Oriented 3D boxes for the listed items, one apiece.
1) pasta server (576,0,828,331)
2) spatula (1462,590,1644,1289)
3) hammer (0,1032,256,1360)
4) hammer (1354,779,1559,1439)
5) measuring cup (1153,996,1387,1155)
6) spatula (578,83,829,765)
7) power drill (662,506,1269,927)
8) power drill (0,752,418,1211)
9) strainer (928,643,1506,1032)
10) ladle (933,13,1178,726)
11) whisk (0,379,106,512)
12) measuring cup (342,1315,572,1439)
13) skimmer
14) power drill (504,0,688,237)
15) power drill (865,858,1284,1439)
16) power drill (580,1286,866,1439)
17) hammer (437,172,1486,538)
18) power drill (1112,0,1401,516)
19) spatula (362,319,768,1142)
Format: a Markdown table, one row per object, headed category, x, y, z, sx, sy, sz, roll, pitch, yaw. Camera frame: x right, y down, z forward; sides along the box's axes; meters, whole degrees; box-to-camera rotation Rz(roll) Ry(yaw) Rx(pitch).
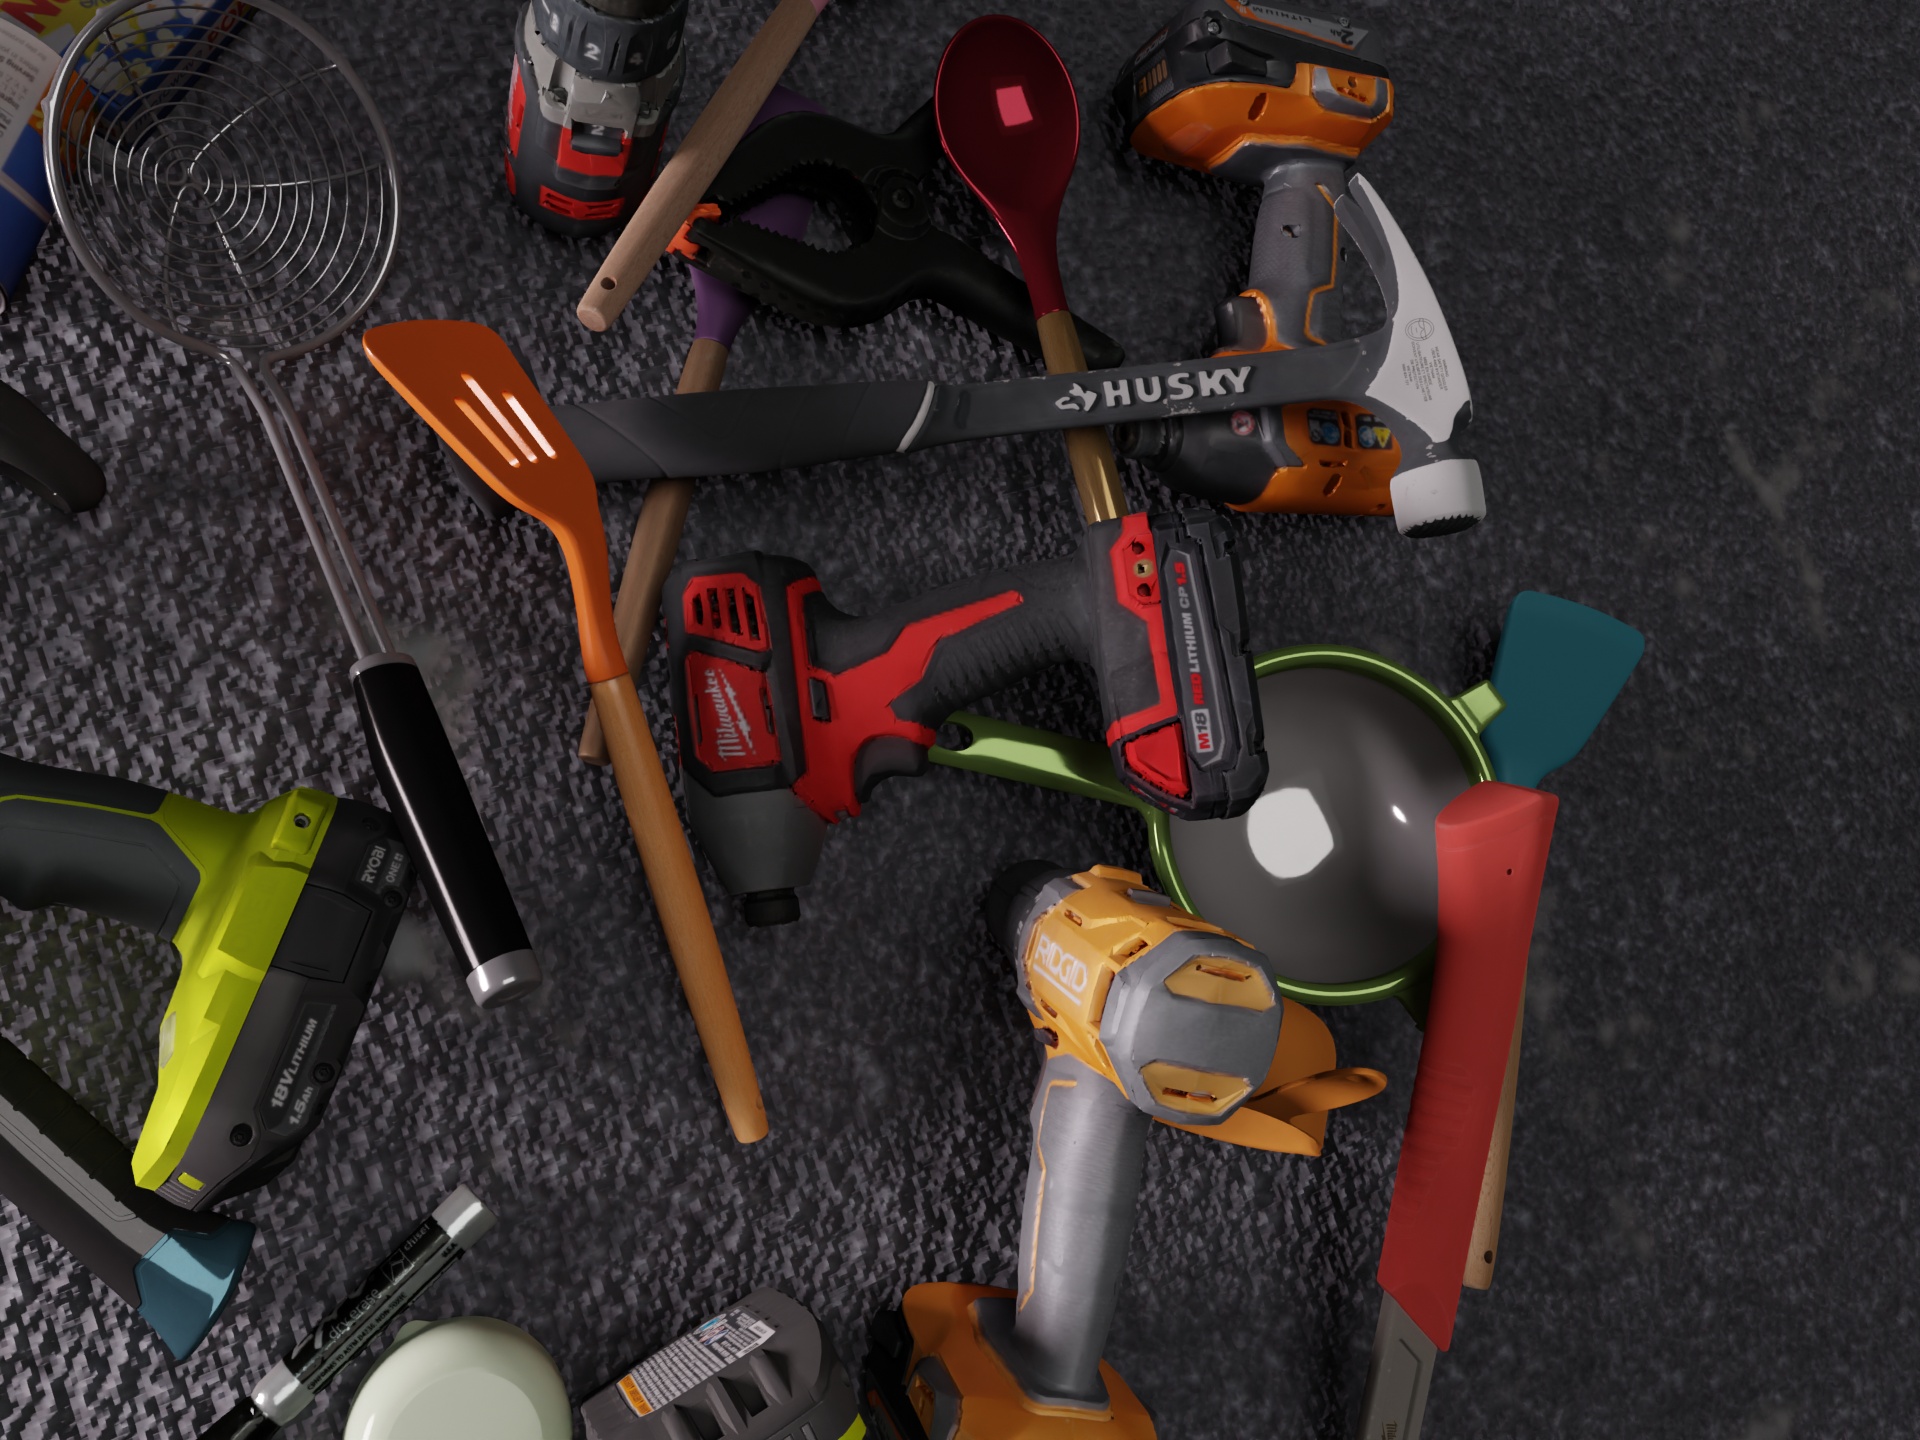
| category | x | y | z | sx | sy | sz | roll | pitch | yaw |
| --- | --- | --- | --- | --- | --- | --- | --- | --- | --- |
| pasta server | -0.077 | -0.270 | 0.655 | 0.060 | 0.040 | 0.316 | 22 | 63 | 5 |
| spatula | 0.261 | 0.100 | 0.738 | 0.082 | 0.044 | 0.318 | 16 | 75 | -21 |
| hammer | -0.357 | 0.079 | 0.508 | 0.331 | 0.033 | 0.128 | 45 | 67 | -7 |
| hammer | 0.197 | 0.204 | 0.638 | 0.149 | 0.037 | 0.359 | 8 | 95 | -17 |
| measuring cup | 0.119 | 0.125 | 0.608 | 0.095 | 0.173 | 0.052 | 21 | 67 | -9 |
| spatula | -0.111 | -0.132 | 0.655 | 0.059 | 0.018 | 0.316 | 18 | 72 | -20 |
| power drill | -0.001 | -0.002 | 0.607 | 0.219 | 0.078 | 0.143 | -7 | 83 | 4 |
| power drill | -0.297 | 0.059 | 0.482 | 0.223 | 0.080 | 0.171 | 26 | 54 | -22 |
| strainer | 0.099 | 0.035 | 0.687 | 0.256 | 0.069 | 0.151 | 13 | 80 | 0 |
| ladle | 0.047 | -0.146 | 0.670 | 0.069 | 0.031 | 0.315 | -11 | 82 | -21 |
| whisk | -0.386 | -0.162 | 0.476 | 0.295 | 0.073 | 0.073 | 48 | 63 | -39 |
| measuring cup | -0.207 | 0.263 | 0.524 | 0.167 | 0.038 | 0.083 | -25 | 89 | -26 |
| skimmer | -0.204 | -0.083 | 0.534 | 0.127 | 0.090 | 0.363 | -8 | 64 | -48 |
| power drill | -0.133 | -0.322 | 0.598 | 0.080 | 0.188 | 0.227 | 3 | 74 | -20 |
| power drill | 0.031 | 0.164 | 0.588 | 0.084 | 0.185 | 0.226 | 14 | 94 | -18 |
| power drill | -0.032 | 0.308 | 0.505 | 0.080 | 0.190 | 0.228 | -26 | 85 | -21 |
| hammer | 0.002 | -0.128 | 0.632 | 0.409 | 0.036 | 0.149 | -7 | 83 | -6 |
| power drill | 0.133 | -0.206 | 0.727 | 0.164 | 0.084 | 0.226 | -3 | 83 | -28 |
| spatula | -0.129 | 0.009 | 0.580 | 0.041 | 0.081 | 0.322 | -11 | 102 | 19 |
